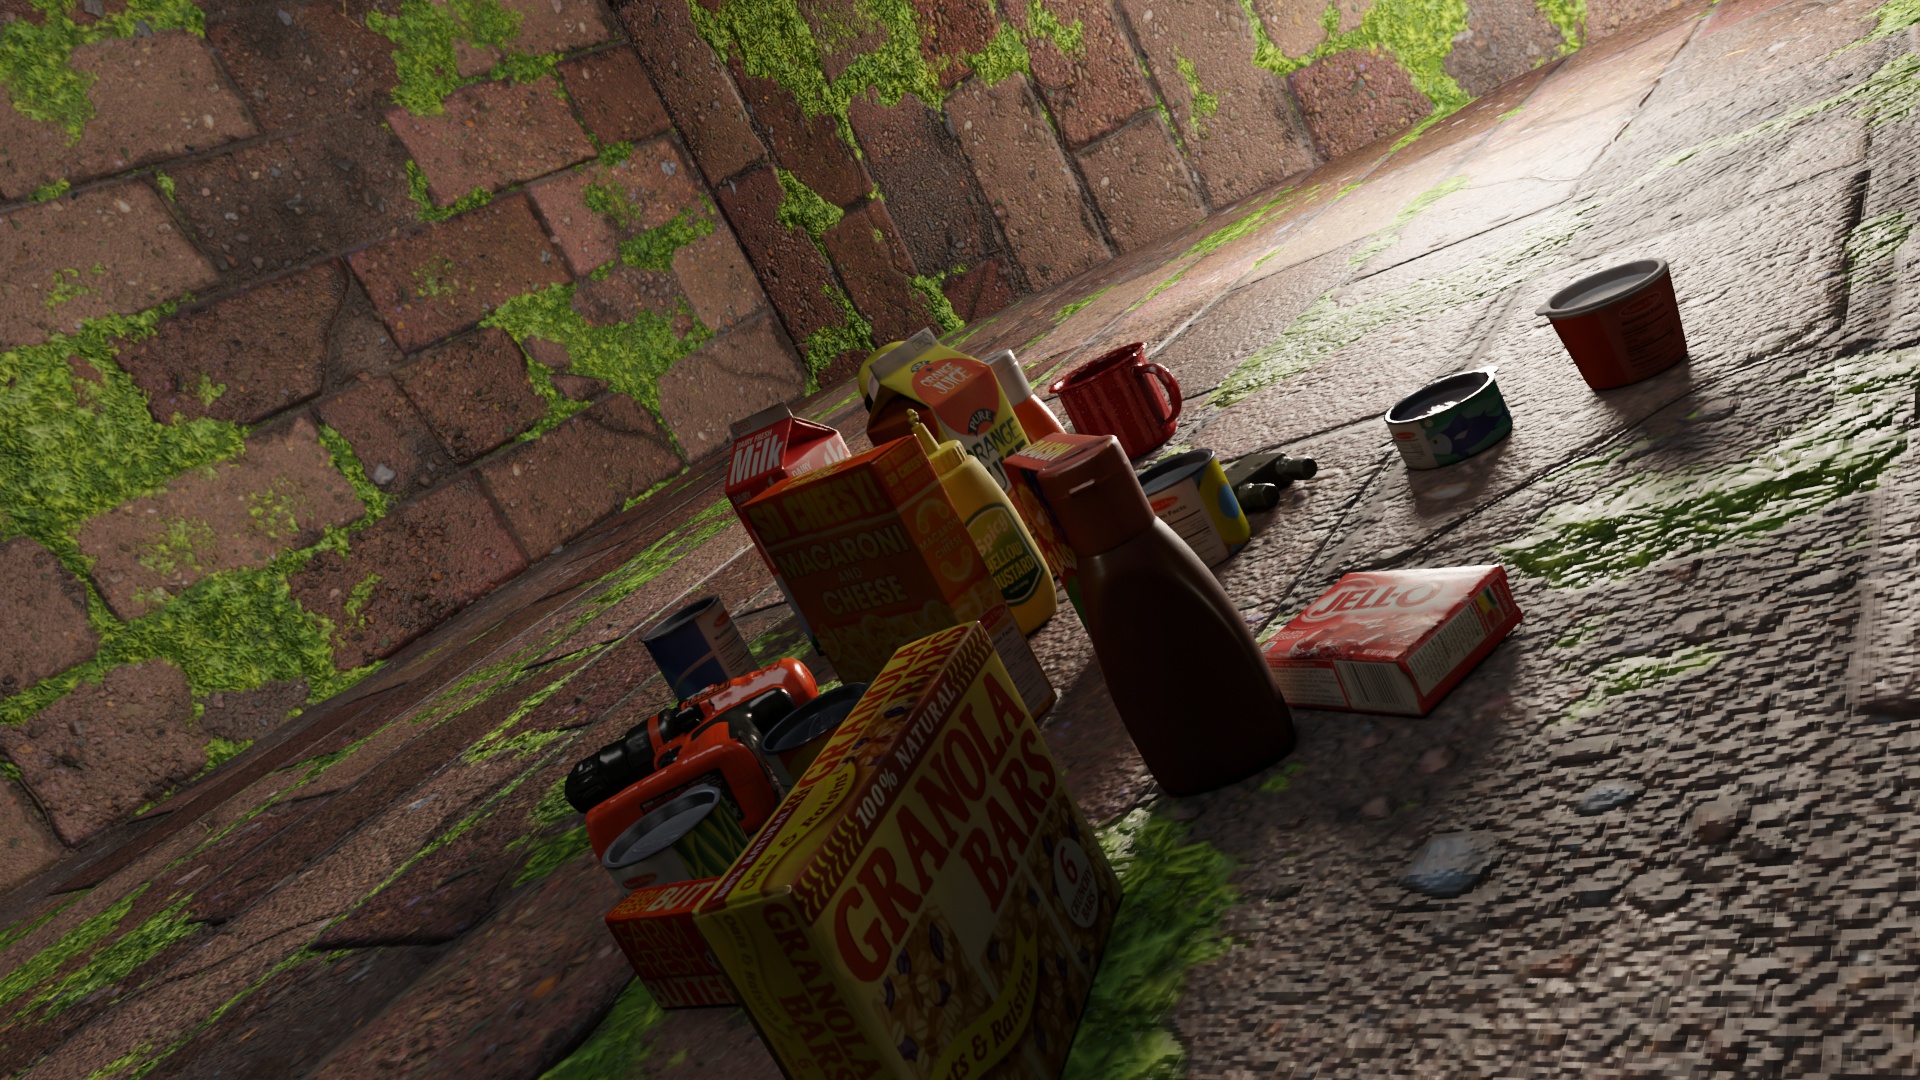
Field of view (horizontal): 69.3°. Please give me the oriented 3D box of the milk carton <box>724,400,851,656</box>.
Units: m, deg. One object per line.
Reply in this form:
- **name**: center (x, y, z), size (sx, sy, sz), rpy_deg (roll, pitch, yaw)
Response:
- **milk carton**: center (-0.112, -0.014, 1.070), size (0.072, 0.190, 0.074), rpy_deg (-18, 16, 41)

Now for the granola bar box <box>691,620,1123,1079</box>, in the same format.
- **granola bar box**: center (-0.007, 0.118, 0.453), size (0.039, 0.124, 0.166), rpy_deg (-22, 13, 26)

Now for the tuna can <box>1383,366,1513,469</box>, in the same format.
- **tuna can**: center (0.288, -0.072, 0.813), size (0.071, 0.032, 0.071), rpy_deg (-27, 12, 6)

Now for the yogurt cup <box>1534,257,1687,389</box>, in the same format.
- **yogurt cup**: center (0.372, -0.121, 0.783), size (0.072, 0.054, 0.072), rpy_deg (-27, 12, 6)

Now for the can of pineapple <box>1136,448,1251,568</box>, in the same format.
- **can of pineapple**: center (0.138, -0.017, 0.854), size (0.071, 0.057, 0.071), rpy_deg (-27, 12, 6)

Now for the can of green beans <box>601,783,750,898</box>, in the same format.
- **can of green beans**: center (-0.135, 0.166, 0.694), size (0.071, 0.057, 0.071), rpy_deg (-27, 12, 6)

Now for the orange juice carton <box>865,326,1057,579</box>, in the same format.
- **orange juice carton**: center (0.002, -0.051, 0.969), size (0.073, 0.192, 0.072), rpy_deg (-16, 17, 46)

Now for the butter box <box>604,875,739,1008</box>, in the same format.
- **butter box**: center (-0.107, 0.175, 0.606), size (0.103, 0.053, 0.024), rpy_deg (-18, 15, 39)

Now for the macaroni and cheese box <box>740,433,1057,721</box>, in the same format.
- **macaroni and cheese box**: center (-0.036, 0.033, 0.767), size (0.123, 0.166, 0.040), rpy_deg (-15, 17, 47)

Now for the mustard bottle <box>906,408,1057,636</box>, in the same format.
- **mustard bottle**: center (0.003, -0.011, 0.879), size (0.065, 0.160, 0.048), rpy_deg (-34, 13, -29)

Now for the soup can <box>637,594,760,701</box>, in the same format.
- **soup can**: center (-0.195, 0.094, 1.056), size (0.071, 0.083, 0.071), rpy_deg (-27, 12, 6)

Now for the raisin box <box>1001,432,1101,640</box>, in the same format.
- **raisin box**: center (0.075, 0.004, 0.746), size (0.040, 0.123, 0.086), rpy_deg (-30, 12, -8)

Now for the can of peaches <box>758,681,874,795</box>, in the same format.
- **can of peaches**: center (-0.062, 0.116, 0.739), size (0.071, 0.058, 0.071), rpy_deg (-27, 12, 6)

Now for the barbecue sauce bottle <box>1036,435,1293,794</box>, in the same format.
- **barbecue sauce bottle**: center (0.080, 0.029, 0.573), size (0.065, 0.148, 0.044), rpy_deg (-24, 12, 16)

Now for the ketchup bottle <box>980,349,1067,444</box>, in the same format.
- **ketchup bottle**: center (0.055, -0.069, 1.031), size (0.044, 0.148, 0.064), rpy_deg (-36, 14, -33)
